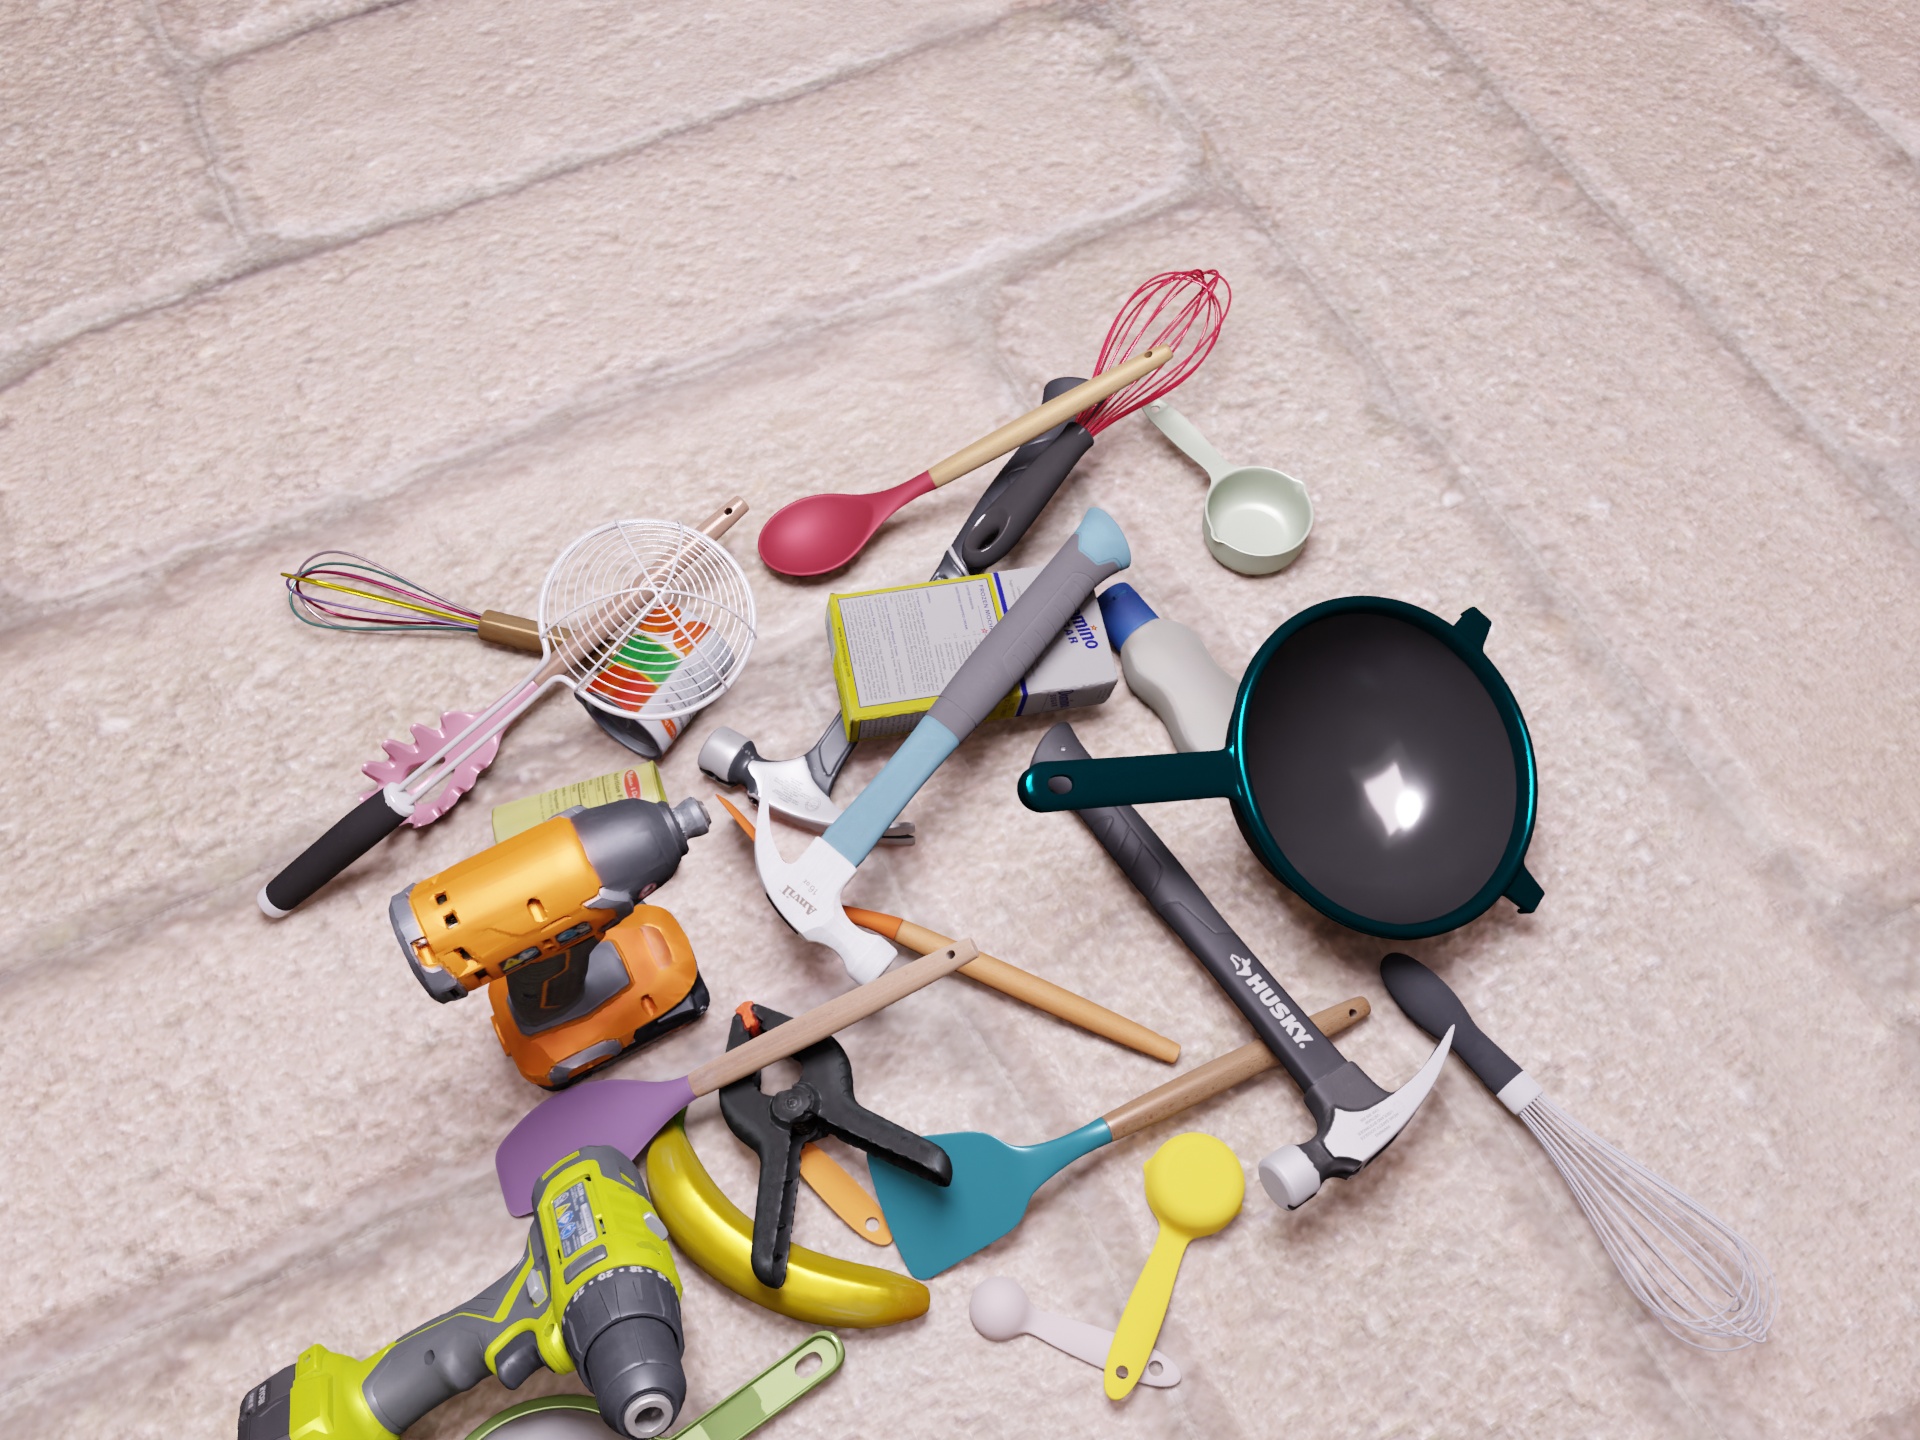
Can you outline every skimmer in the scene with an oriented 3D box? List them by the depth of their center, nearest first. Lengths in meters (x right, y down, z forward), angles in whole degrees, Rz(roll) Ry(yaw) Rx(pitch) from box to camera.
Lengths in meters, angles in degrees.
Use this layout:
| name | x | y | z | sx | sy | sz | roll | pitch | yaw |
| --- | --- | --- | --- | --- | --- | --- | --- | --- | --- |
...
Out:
| name | x | y | z | sx | sy | sz | roll | pitch | yaw |
| --- | --- | --- | --- | --- | --- | --- | --- | --- | --- |
| skimmer | -0.286 | 0.012 | 0.980 | 0.363 | 0.090 | 0.127 | -36 | 85 | 17 |

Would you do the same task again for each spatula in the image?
| name | x | y | z | sx | sy | sz | roll | pitch | yaw |
| --- | --- | --- | --- | --- | --- | --- | --- | --- | --- |
| spatula | -0.132 | 0.197 | 0.916 | 0.316 | 0.018 | 0.060 | -27 | 64 | 7 |
| spatula | 0.104 | 0.228 | 0.937 | 0.317 | 0.044 | 0.082 | -20 | 85 | -17 |
| spatula | -0.012 | 0.131 | 0.981 | 0.322 | 0.081 | 0.041 | 23 | 79 | 6 |

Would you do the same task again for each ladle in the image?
| name | x | y | z | sx | sy | sz | roll | pitch | yaw |
| --- | --- | --- | --- | --- | --- | --- | --- | --- | --- |
| ladle | 0.003 | -0.181 | 1.099 | 0.315 | 0.031 | 0.069 | -27 | 59 | 10 |

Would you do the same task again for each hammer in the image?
| name | x | y | z | sx | sy | sz | roll | pitch | yaw |
| --- | --- | --- | --- | --- | --- | --- | --- | --- | --- |
| hammer | 0.151 | 0.124 | 0.972 | 0.146 | 0.035 | 0.335 | -26 | 59 | -22 |
| hammer | -0.002 | -0.003 | 0.977 | 0.128 | 0.033 | 0.331 | 39 | 73 | 3 |
| hammer | -0.006 | -0.091 | 1.102 | 0.149 | 0.036 | 0.409 | 28 | 66 | 12 |

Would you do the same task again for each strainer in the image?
| name | x | y | z | sx | sy | sz | roll | pitch | yaw |
| --- | --- | --- | --- | --- | --- | --- | --- | --- | --- |
| strainer | -0.172 | 0.399 | 0.830 | 0.256 | 0.069 | 0.152 | -32 | 67 | -13 |
| strainer | 0.184 | 0.038 | 0.971 | 0.340 | 0.095 | 0.211 | -3 | 78 | -18 |

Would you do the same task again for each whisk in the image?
| name | x | y | z | sx | sy | sz | roll | pitch | yaw |
| --- | --- | --- | --- | --- | --- | --- | --- | --- | --- |
| whisk | 0.348 | 0.241 | 0.921 | 0.070 | 0.070 | 0.285 | -35 | 64 | -16 |
| whisk | -0.348 | -0.070 | 1.087 | 0.245 | 0.047 | 0.051 | 14 | 62 | 3 |
| whisk | 0.096 | -0.215 | 1.120 | 0.073 | 0.073 | 0.296 | 34 | 73 | 16 |

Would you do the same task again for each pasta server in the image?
| name | x | y | z | sx | sy | sz | roll | pitch | yaw |
| --- | --- | --- | --- | --- | --- | --- | --- | --- | --- |
| pasta server | -0.261 | -0.044 | 1.052 | 0.316 | 0.040 | 0.060 | -43 | 86 | -9 |

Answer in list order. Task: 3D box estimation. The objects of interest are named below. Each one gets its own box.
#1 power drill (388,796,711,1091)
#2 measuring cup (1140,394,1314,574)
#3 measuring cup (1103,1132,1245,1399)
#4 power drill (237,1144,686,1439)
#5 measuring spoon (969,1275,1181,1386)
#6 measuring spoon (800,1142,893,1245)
| name | x | y | z | sx | sy | sz | roll | pitch | yaw |
| --- | --- | --- | --- | --- | --- | --- | --- | --- | --- |
| power drill | -0.204 | 0.120 | 0.885 | 0.164 | 0.226 | 0.084 | -26 | 66 | -13 |
| measuring cup | 0.182 | -0.171 | 1.142 | 0.083 | 0.038 | 0.168 | -32 | 65 | -15 |
| measuring cup | 0.116 | 0.304 | 0.895 | 0.062 | 0.029 | 0.157 | 23 | 60 | 10 |
| power drill | -0.243 | 0.338 | 0.806 | 0.228 | 0.080 | 0.191 | -34 | 27 | -8 |
| measuring spoon | 0.064 | 0.343 | 0.887 | 0.124 | 0.018 | 0.034 | 18 | 64 | 8 |
| measuring spoon | -0.083 | 0.265 | 0.934 | 0.117 | 0.011 | 0.021 | 41 | 63 | 15 |
